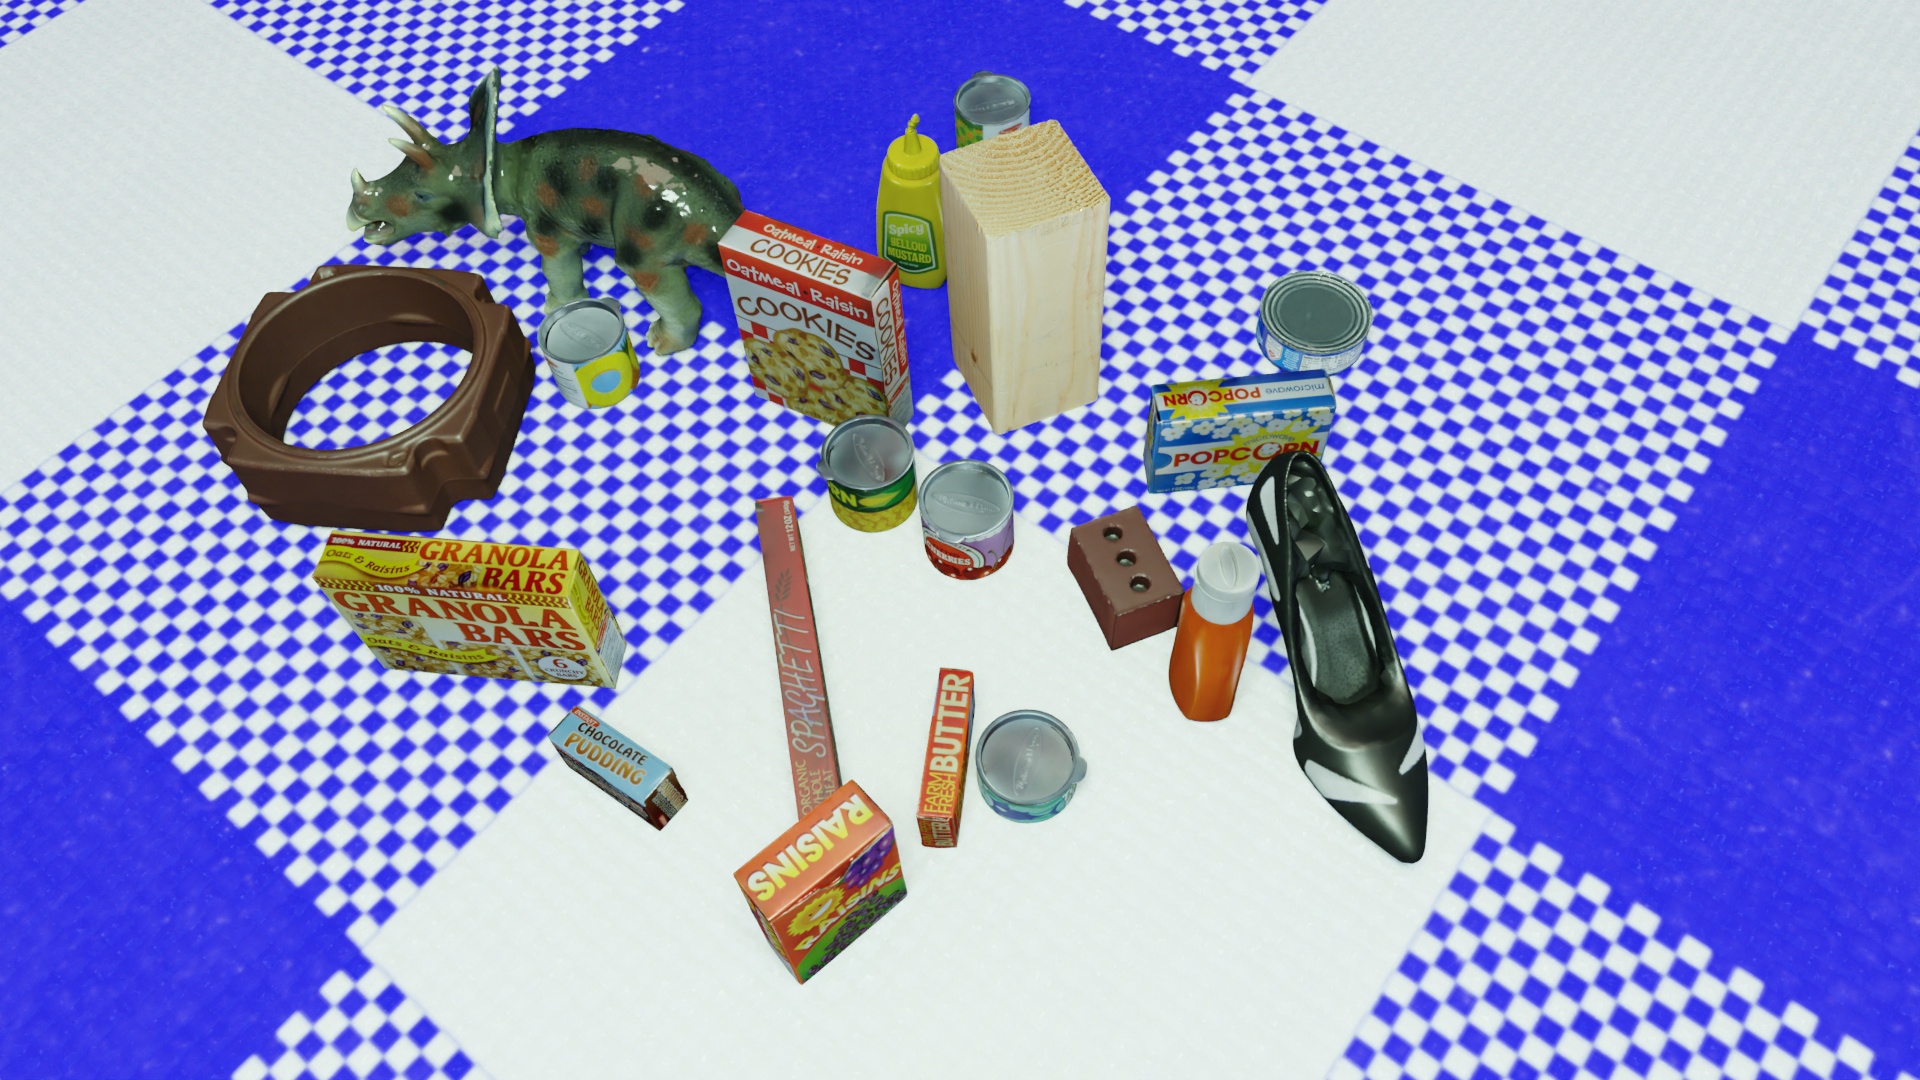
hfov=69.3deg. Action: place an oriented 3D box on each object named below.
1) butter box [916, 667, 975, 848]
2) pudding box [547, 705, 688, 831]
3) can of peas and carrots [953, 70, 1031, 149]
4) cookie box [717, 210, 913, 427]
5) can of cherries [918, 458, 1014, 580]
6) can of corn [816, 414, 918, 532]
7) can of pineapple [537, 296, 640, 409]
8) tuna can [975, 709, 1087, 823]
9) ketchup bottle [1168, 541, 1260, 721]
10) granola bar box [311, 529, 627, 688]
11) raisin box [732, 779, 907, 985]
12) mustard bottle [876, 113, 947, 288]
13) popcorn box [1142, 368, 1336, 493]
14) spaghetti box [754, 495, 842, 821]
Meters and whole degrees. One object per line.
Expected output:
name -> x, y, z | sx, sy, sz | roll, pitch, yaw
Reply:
butter box -> -0.008, 0.138, 0.879 | 0.024, 0.053, 0.104 | 5, 57, 6
pudding box -> -0.218, 0.144, 0.885 | 0.084, 0.049, 0.030 | 29, 63, 20
can of peas and carrots -> 0.027, -0.362, 1.205 | 0.071, 0.058, 0.071 | -1, 57, 2
cookie box -> -0.100, -0.150, 1.005 | 0.123, 0.166, 0.040 | 22, 61, 16
can of cherries -> 0.003, -0.012, 0.974 | 0.071, 0.058, 0.072 | -1, 57, 2
can of corn -> -0.067, -0.046, 1.000 | 0.071, 0.058, 0.071 | -1, 57, 2
can of pineapple -> -0.284, -0.145, 1.074 | 0.071, 0.057, 0.071 | -1, 57, 2
tuna can -> 0.045, 0.145, 0.884 | 0.071, 0.032, 0.071 | -1, 57, 2
ketchup bottle -> 0.158, 0.055, 0.869 | 0.043, 0.148, 0.065 | -4, 57, 0
granola bar box -> -0.315, 0.046, 0.910 | 0.166, 0.123, 0.039 | 4, 57, 5
raisin box -> -0.077, 0.199, 0.799 | 0.086, 0.122, 0.040 | -36, 62, -19
mustard bottle -> -0.036, -0.266, 1.083 | 0.065, 0.159, 0.049 | 12, 58, 10
popcorn box -> 0.197, -0.077, 0.993 | 0.127, 0.084, 0.038 | -5, 57, -1
spaghetti box -> -0.106, 0.084, 0.920 | 0.029, 0.050, 0.251 | -11, 57, -4
